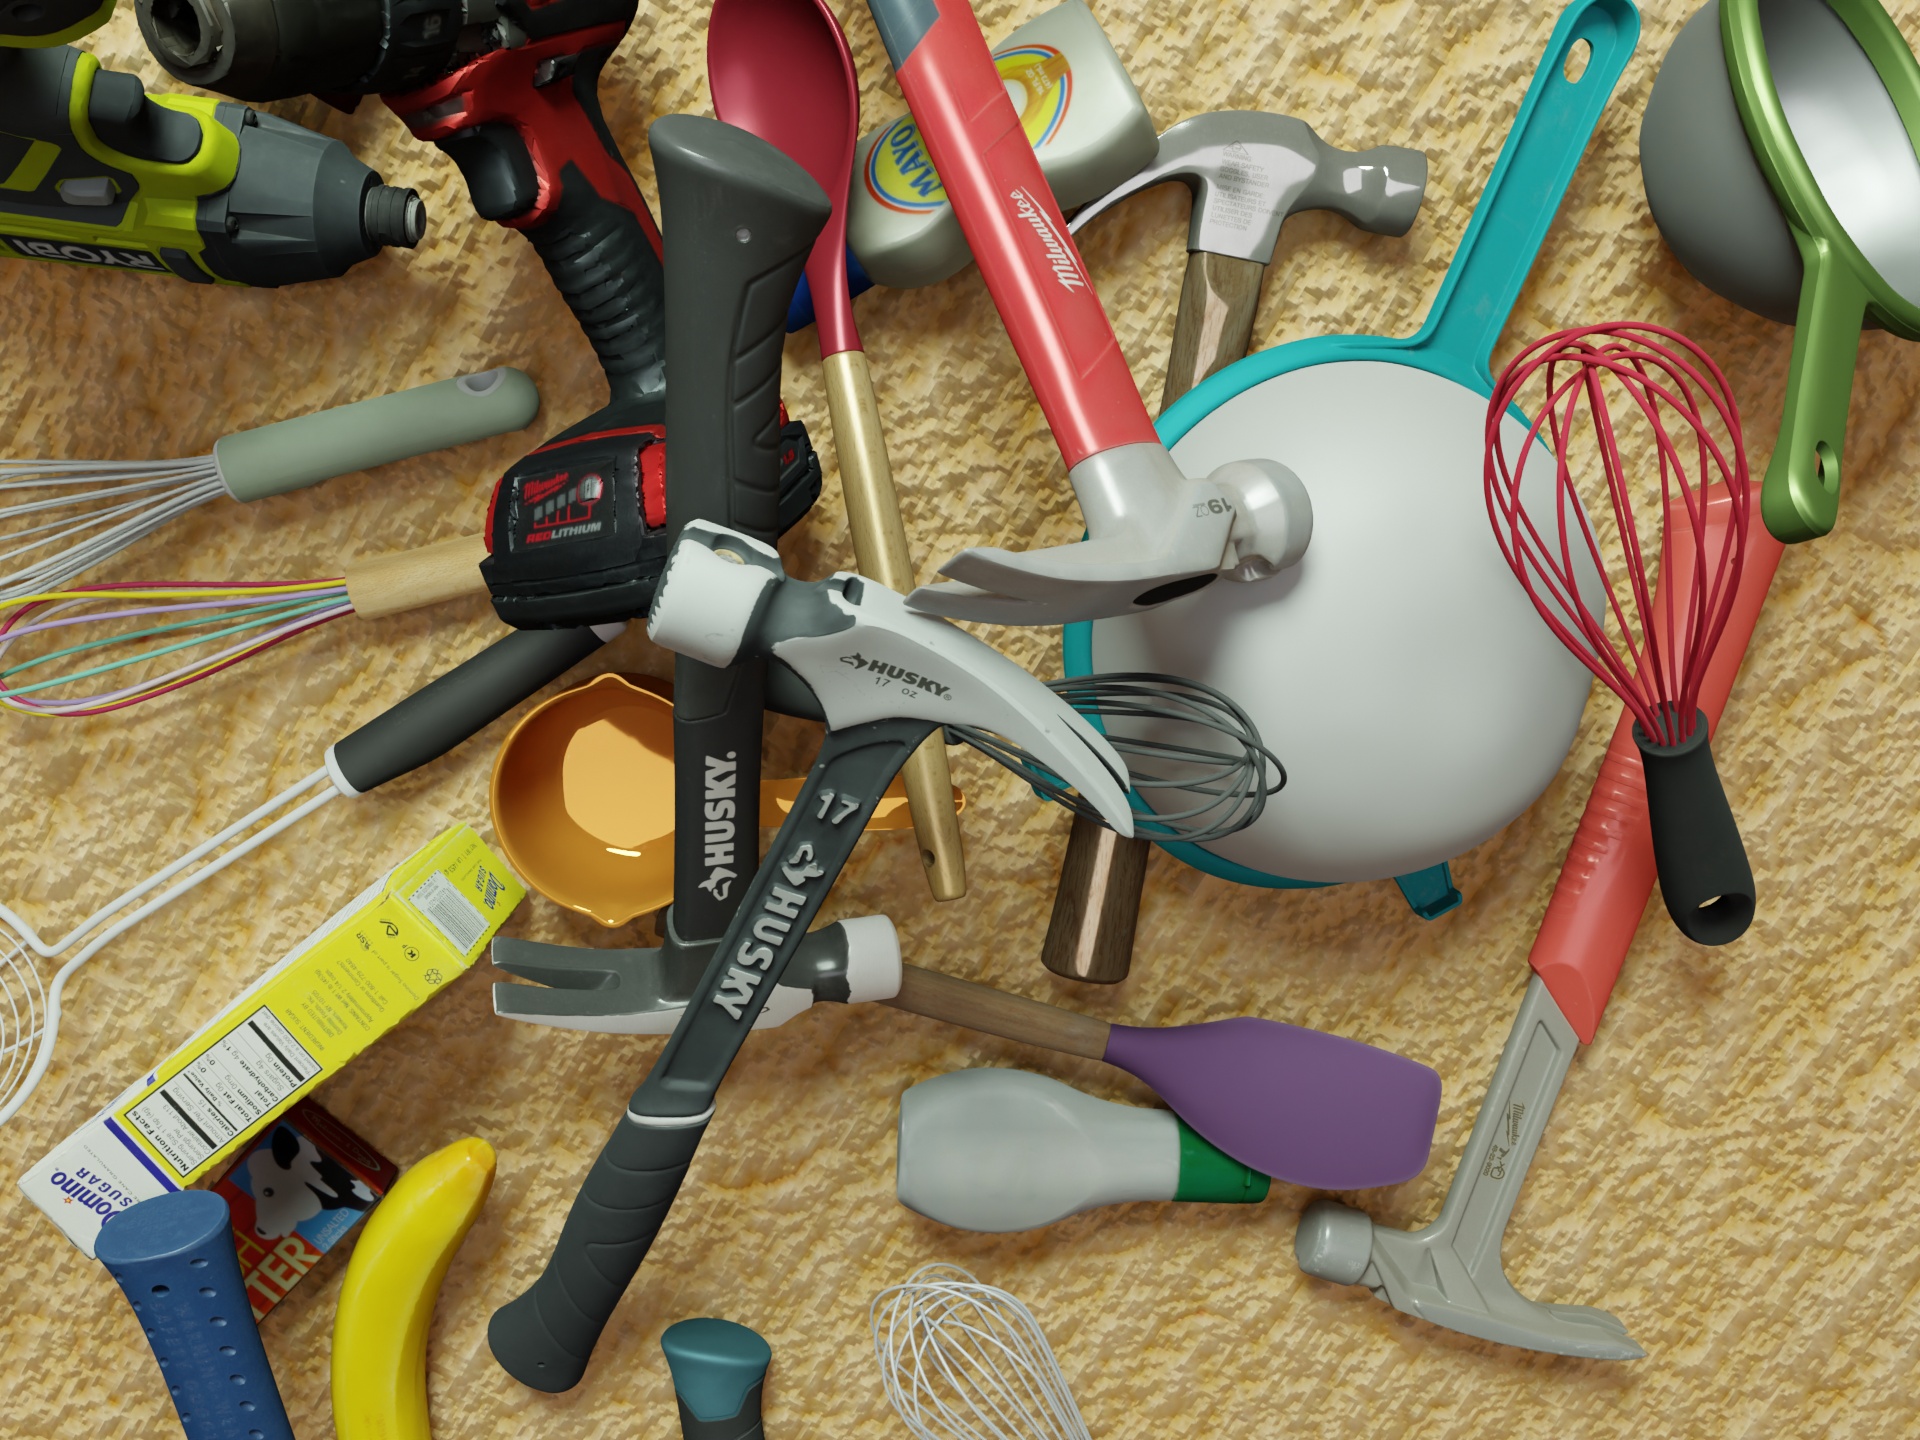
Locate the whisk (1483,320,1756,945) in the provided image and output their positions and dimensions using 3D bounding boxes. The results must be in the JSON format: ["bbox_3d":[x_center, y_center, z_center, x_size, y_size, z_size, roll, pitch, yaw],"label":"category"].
[{"bbox_3d":[0.227,-0.010,0.514,0.073,0.073,0.295,-32,131,4],"label":"whisk"}]

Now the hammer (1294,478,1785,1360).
[{"bbox_3d":[0.260,0.081,0.634,0.149,0.037,0.359,17,100,-5],"label":"hammer"}]

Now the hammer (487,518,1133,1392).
[{"bbox_3d":[-0.087,0.120,0.544,0.149,0.036,0.408,21,126,-13],"label":"hammer"}]

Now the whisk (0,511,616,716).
[{"bbox_3d":[-0.247,-0.045,0.589,0.245,0.051,0.047,-14,100,-3],"label":"whisk"}]

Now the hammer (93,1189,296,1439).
[{"bbox_3d":[-0.248,0.353,0.621,0.144,0.035,0.405,-6,114,-2],"label":"hammer"}]

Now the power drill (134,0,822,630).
[{"bbox_3d":[-0.136,-0.142,0.490,0.080,0.188,0.226,-6,116,24],"label":"power drill"}]

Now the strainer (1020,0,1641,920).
[{"bbox_3d":[0.172,-0.084,0.547,0.211,0.095,0.340,18,101,-19],"label":"strainer"}]

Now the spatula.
[{"bbox_3d":[0.032,0.122,0.625,0.316,0.018,0.060,16,82,2],"label":"spatula"}]

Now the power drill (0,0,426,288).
[{"bbox_3d":[-0.269,-0.196,0.470,0.171,0.223,0.080,6,83,-2],"label":"power drill"}]

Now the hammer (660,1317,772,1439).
[{"bbox_3d":[-0.083,0.411,0.683,0.128,0.033,0.331,-7,100,-2],"label":"hammer"}]

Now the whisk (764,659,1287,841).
[{"bbox_3d":[0.000,-0.002,0.551,0.239,0.055,0.055,12,102,34],"label":"whisk"}]

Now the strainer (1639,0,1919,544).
[{"bbox_3d":[0.267,-0.149,0.530,0.151,0.069,0.256,38,58,-22],"label":"strainer"}]

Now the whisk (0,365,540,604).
[{"bbox_3d":[-0.274,-0.089,0.583,0.246,0.058,0.059,-15,135,-2],"label":"whisk"}]

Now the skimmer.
[{"bbox_3d":[-0.292,0.044,0.579,0.363,0.090,0.127,-32,69,1],"label":"skimmer"}]

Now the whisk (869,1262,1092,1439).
[{"bbox_3d":[0.057,0.334,0.666,0.070,0.070,0.284,-36,105,4],"label":"whisk"}]

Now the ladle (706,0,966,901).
[{"bbox_3d":[-0.034,-0.096,0.528,0.031,0.069,0.315,-8,85,-42],"label":"ladle"}]

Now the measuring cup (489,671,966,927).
[{"bbox_3d":[-0.086,0.025,0.604,0.173,0.052,0.095,0,100,-4],"label":"measuring cup"}]

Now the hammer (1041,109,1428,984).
[{"bbox_3d":[0.075,-0.059,0.604,0.130,0.031,0.331,10,100,-4],"label":"hammer"}]

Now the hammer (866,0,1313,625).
[{"bbox_3d":[-0.020,-0.211,0.490,0.143,0.038,0.386,-13,76,-40],"label":"hammer"}]

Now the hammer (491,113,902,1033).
[{"bbox_3d":[-0.079,-0.017,0.489,0.146,0.035,0.334,-5,133,-15],"label":"hammer"}]
